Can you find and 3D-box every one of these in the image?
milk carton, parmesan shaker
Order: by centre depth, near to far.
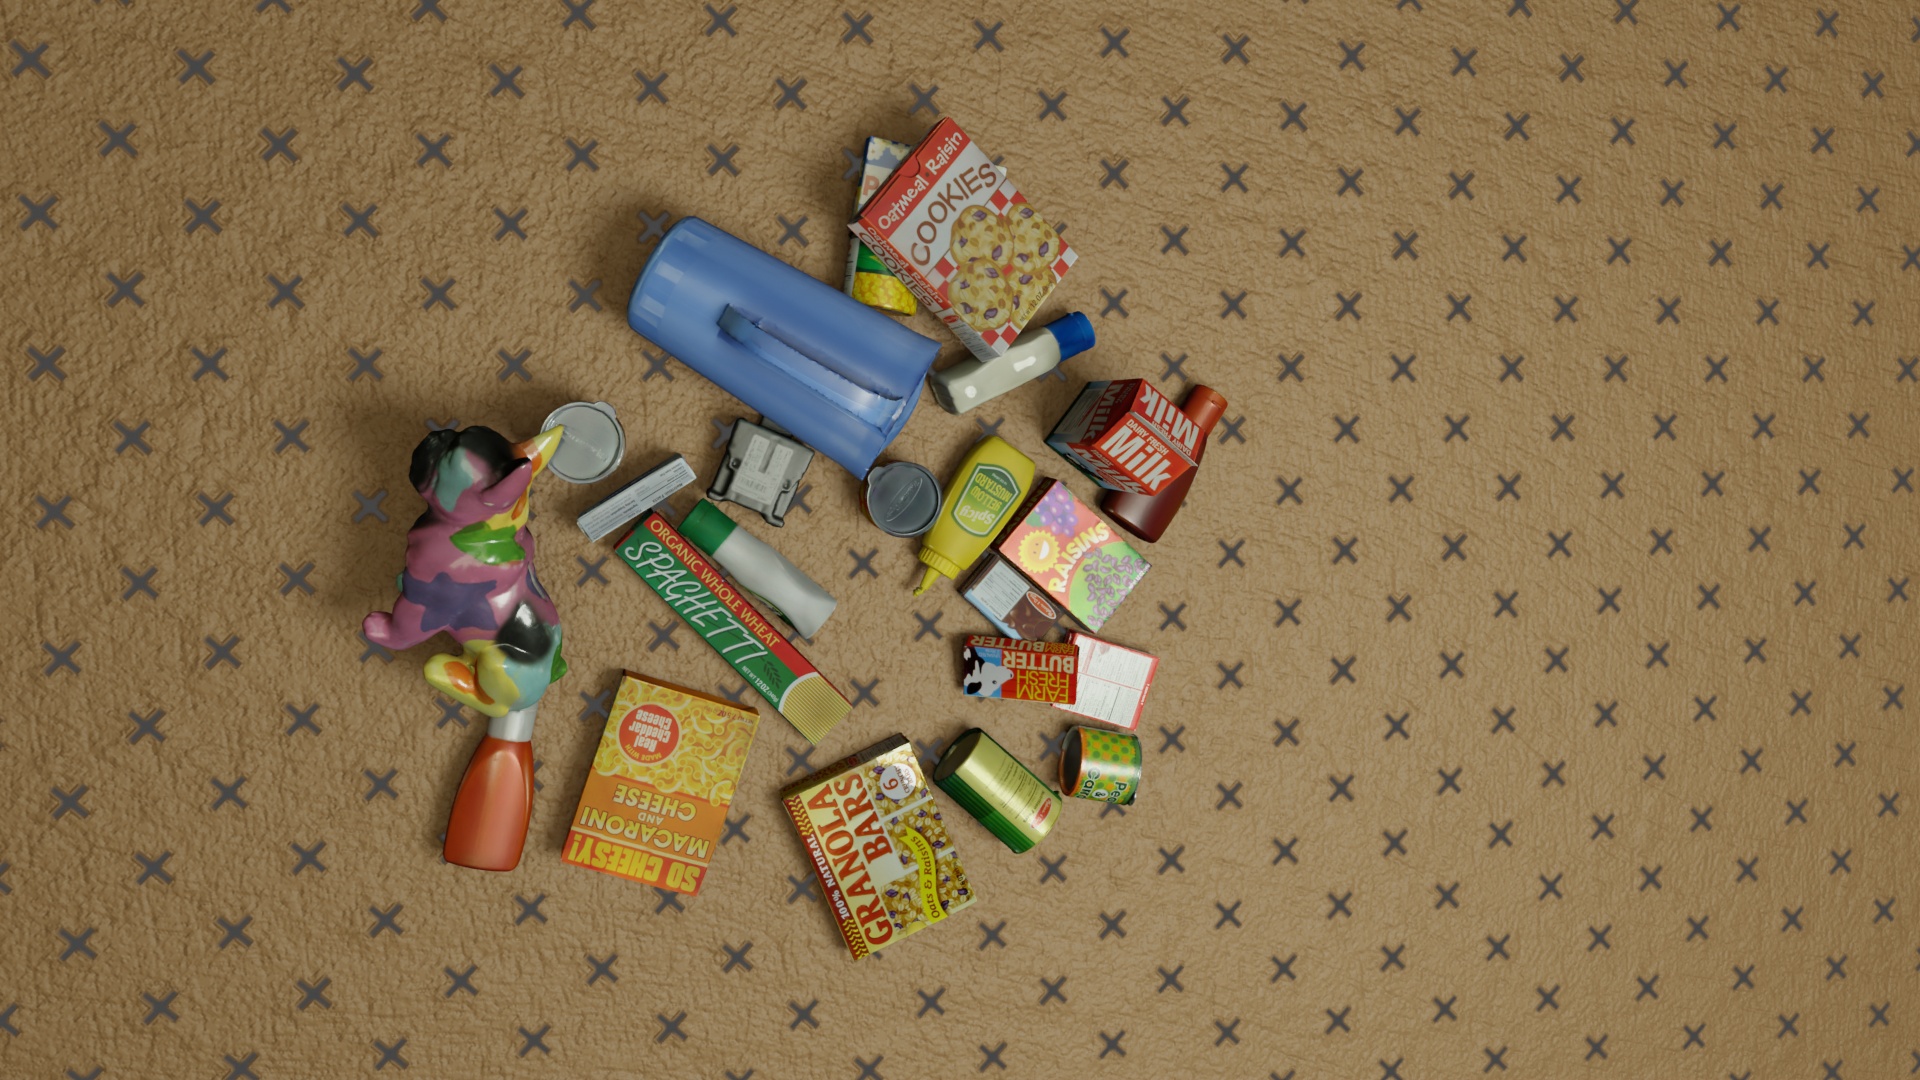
[{"bbox_3d":[0.144,-0.089,1.194,0.072,0.190,0.073,38,86,-12],"label":"milk carton"},{"bbox_3d":[0.034,0.224,1.258,0.103,0.071,0.071,43,85,-11],"label":"parmesan shaker"}]

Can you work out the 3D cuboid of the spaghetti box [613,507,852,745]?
[{"bbox_3d":[-0.198,0.077,1.214,0.050,0.028,0.250,-45,102,-7],"label":"spaghetti box"}]

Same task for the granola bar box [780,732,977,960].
[{"bbox_3d":[-0.073,0.276,1.250,0.124,0.039,0.165,-24,98,-9],"label":"granola bar box"}]

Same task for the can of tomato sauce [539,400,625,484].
[{"bbox_3d":[-0.310,-0.083,1.150,0.071,0.083,0.071,-1,95,-12],"label":"can of tomato sauce"}]

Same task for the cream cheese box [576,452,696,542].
[{"bbox_3d":[-0.275,-0.037,1.176,0.104,0.053,0.024,-33,102,-8],"label":"cream cheese box"}]

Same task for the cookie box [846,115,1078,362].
[{"bbox_3d":[0.005,-0.254,1.174,0.167,0.040,0.123,43,71,-20],"label":"cookie box"}]

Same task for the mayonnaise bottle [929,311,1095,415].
[{"bbox_3d":[0.049,-0.159,1.236,0.148,0.065,0.041,-26,108,-13],"label":"mayonnaise bottle"}]

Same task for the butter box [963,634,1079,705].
[{"bbox_3d":[0.055,0.117,1.250,0.103,0.024,0.053,4,115,10],"label":"butter box"}]

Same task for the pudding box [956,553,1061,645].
[{"bbox_3d":[0.044,0.057,1.265,0.083,0.030,0.050,42,84,-12],"label":"pudding box"}]

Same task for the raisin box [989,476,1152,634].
[{"bbox_3d":[0.101,0.013,1.270,0.123,0.040,0.086,41,86,-13],"label":"raisin box"}]

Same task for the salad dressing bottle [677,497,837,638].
[{"bbox_3d":[-0.176,0.023,1.198,0.147,0.064,0.044,40,88,-9],"label":"salad dressing bottle"}]

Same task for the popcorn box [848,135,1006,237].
[{"bbox_3d":[-0.029,-0.297,1.219,0.127,0.038,0.085,10,92,-13],"label":"popcorn box"}]

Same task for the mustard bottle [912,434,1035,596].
[{"bbox_3d":[0.004,-0.016,1.241,0.065,0.049,0.160,32,87,-11],"label":"mustard bottle"}]

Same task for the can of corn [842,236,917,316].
[{"bbox_3d":[-0.064,-0.227,1.202,0.071,0.071,0.058,8,93,-13],"label":"can of corn"}]

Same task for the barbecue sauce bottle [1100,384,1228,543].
[{"bbox_3d":[0.193,-0.074,1.282,0.065,0.044,0.148,35,86,-23],"label":"barbecue sauce bottle"}]

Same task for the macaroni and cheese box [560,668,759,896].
[{"bbox_3d":[-0.260,0.210,1.204,0.124,0.040,0.166,19,89,-13],"label":"macaroni and cheese box"}]

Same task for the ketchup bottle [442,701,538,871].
[{"bbox_3d":[-0.390,0.201,1.173,0.065,0.043,0.148,13,91,-14],"label":"ketchup bottle"}]

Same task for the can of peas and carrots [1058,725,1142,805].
[{"bbox_3d":[0.128,0.208,1.274,0.059,0.071,0.071,11,92,-12],"label":"can of peas and carrots"}]

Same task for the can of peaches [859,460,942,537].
[{"bbox_3d":[-0.055,-0.039,1.222,0.071,0.058,0.071,-1,95,-12],"label":"can of peaches"}]
